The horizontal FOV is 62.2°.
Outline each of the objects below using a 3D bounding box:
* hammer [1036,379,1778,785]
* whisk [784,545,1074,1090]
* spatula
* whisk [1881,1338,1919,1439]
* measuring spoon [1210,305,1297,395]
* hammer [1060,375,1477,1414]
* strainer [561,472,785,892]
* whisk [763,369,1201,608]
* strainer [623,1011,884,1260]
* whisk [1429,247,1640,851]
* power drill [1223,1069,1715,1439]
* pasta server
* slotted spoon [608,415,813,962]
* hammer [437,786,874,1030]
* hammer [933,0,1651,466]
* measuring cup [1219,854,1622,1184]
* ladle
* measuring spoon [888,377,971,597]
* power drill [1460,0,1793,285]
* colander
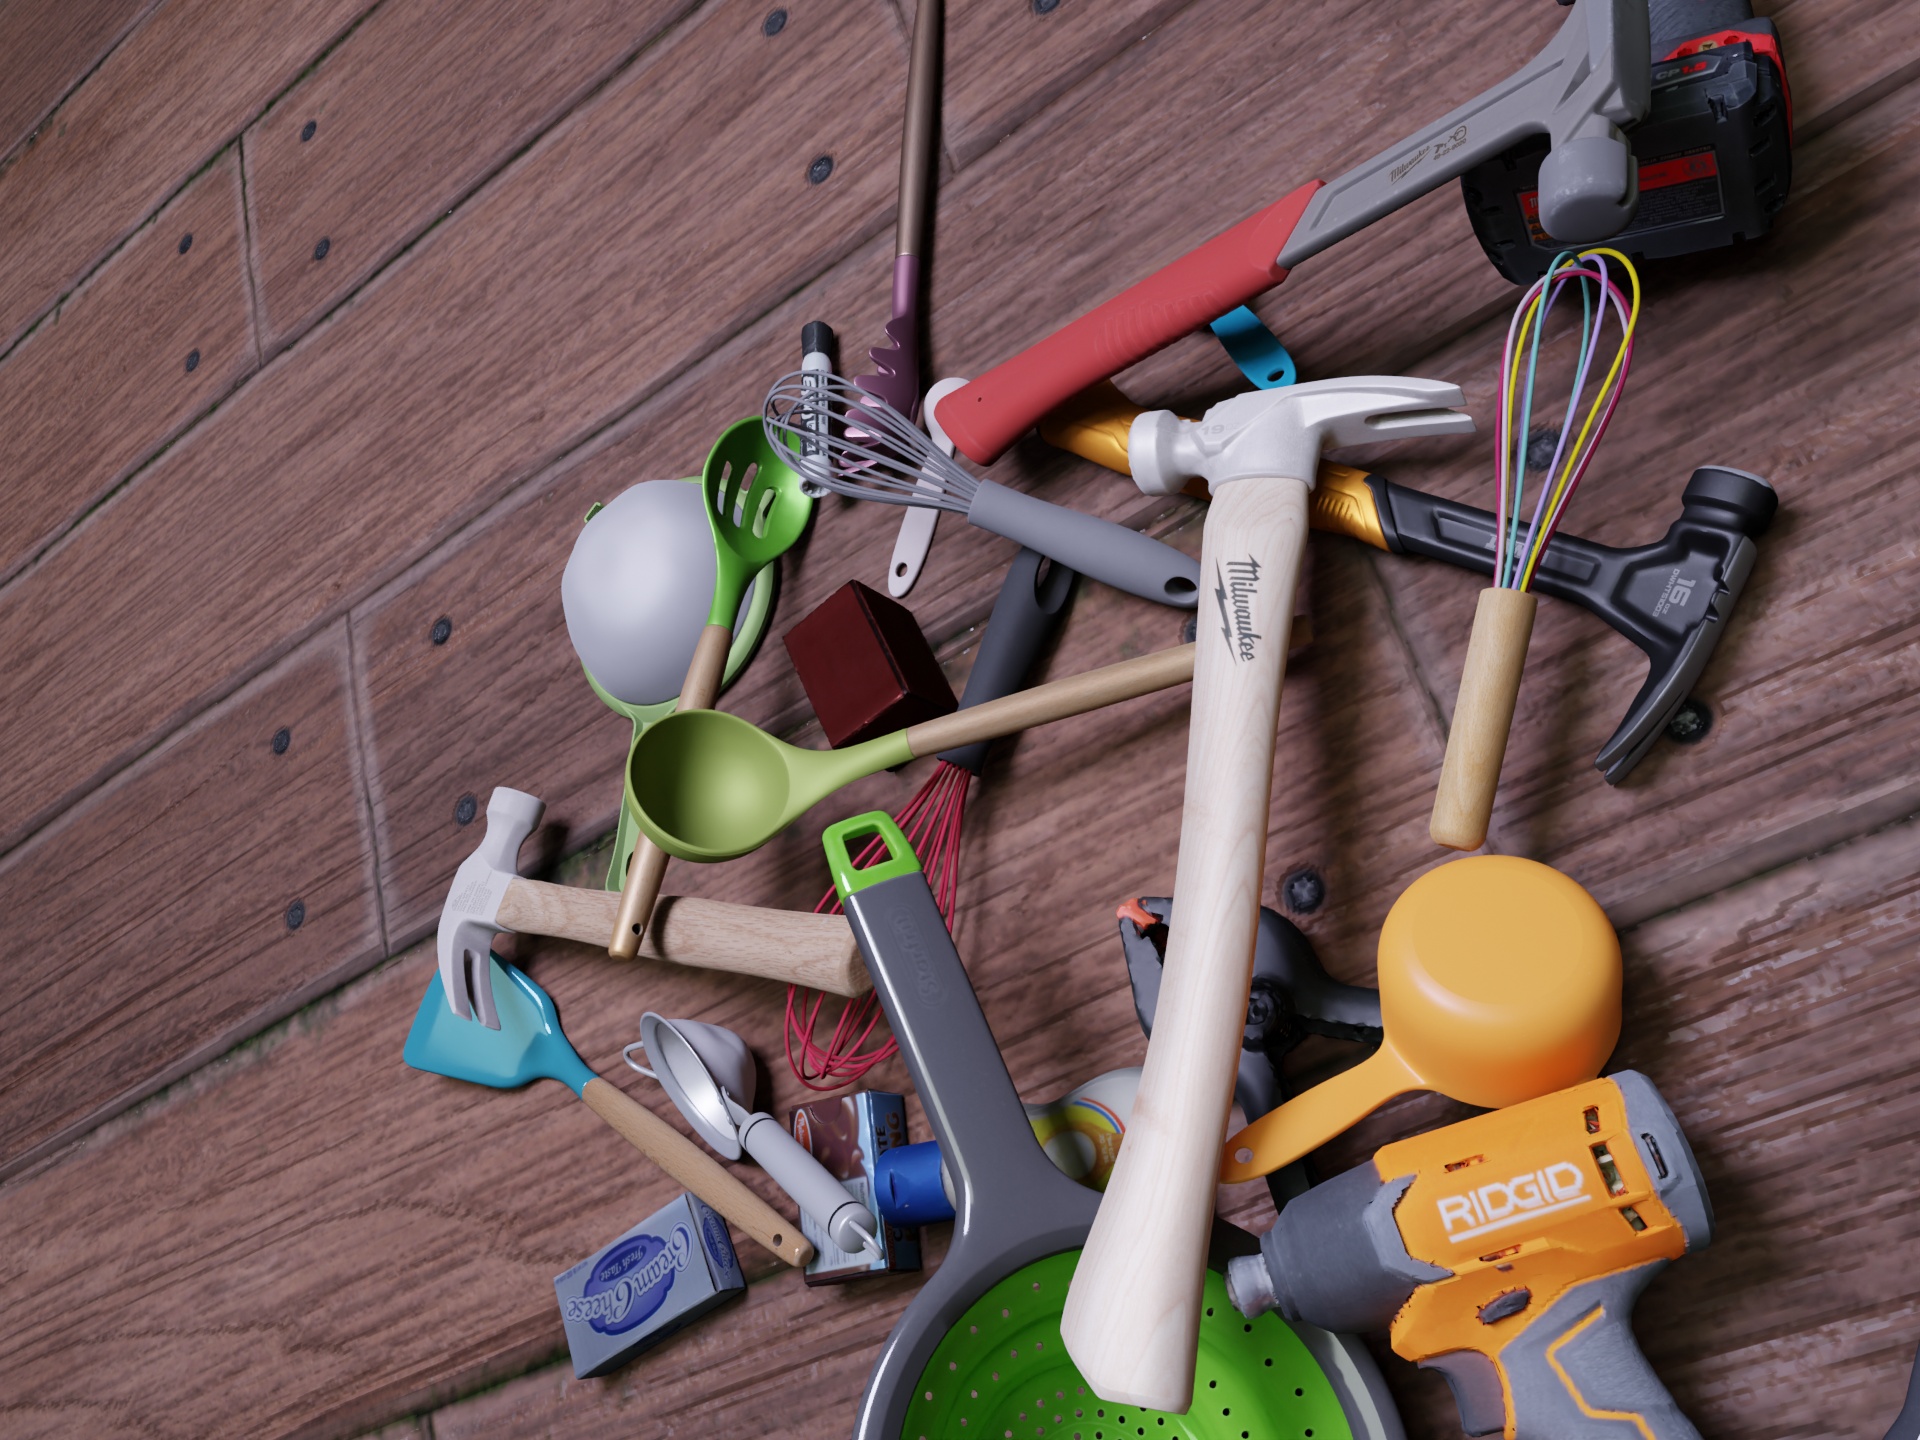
[{"bbox_3d":[0.164,-0.090,0.703,0.337,0.034,0.127,26,90,36],"label":"hammer"},{"bbox_3d":[-0.009,0.040,0.765,0.073,0.073,0.296,19,81,36],"label":"whisk"},{"bbox_3d":[-0.186,0.203,0.827,0.318,0.044,0.082,20,83,43],"label":"spatula"},{"bbox_3d":[0.333,0.151,0.505,0.070,0.070,0.284,16,89,36],"label":"whisk"},{"bbox_3d":[0.131,-0.180,0.743,0.042,0.021,0.129,-35,41,13],"label":"measuring spoon"},{"bbox_3d":[0.109,0.047,0.613,0.146,0.038,0.411,-2,64,31],"label":"hammer"},{"bbox_3d":[-0.188,-0.029,0.895,0.151,0.069,0.256,-5,72,32],"label":"strainer"},{"bbox_3d":[0.011,-0.107,0.756,0.239,0.055,0.055,24,89,9],"label":"whisk"},{"bbox_3d":[-0.094,0.190,0.742,0.050,0.086,0.259,-29,23,-22],"label":"strainer"},{"bbox_3d":[0.219,-0.070,0.614,0.047,0.051,0.245,11,83,29],"label":"whisk"},{"bbox_3d":[0.193,0.248,0.524,0.164,0.084,0.227,-20,67,8],"label":"power drill"},{"bbox_3d":[-0.035,-0.282,0.893,0.040,0.060,0.316,6,72,-7],"label":"pasta server"},{"bbox_3d":[-0.132,-0.025,0.815,0.031,0.070,0.314,-19,49,43],"label":"slotted spoon"},{"bbox_3d":[-0.162,0.104,0.795,0.331,0.031,0.130,1,66,43],"label":"hammer"},{"bbox_3d":[0.115,-0.198,0.673,0.359,0.036,0.149,-19,56,48],"label":"hammer"},{"bbox_3d":[0.163,0.113,0.583,0.173,0.052,0.095,-28,46,-9],"label":"measuring cup"},{"bbox_3d":[-0.001,-0.002,0.717,0.320,0.062,0.078,-16,58,13],"label":"ladle"},{"bbox_3d":[-0.020,-0.126,0.845,0.034,0.018,0.124,12,83,35],"label":"measuring spoon"},{"bbox_3d":[0.267,-0.296,0.659,0.143,0.078,0.220,-4,61,30],"label":"power drill"},{"bbox_3d":[0.026,0.223,0.626,0.204,0.094,0.397,-18,65,-15],"label":"colander"}]
